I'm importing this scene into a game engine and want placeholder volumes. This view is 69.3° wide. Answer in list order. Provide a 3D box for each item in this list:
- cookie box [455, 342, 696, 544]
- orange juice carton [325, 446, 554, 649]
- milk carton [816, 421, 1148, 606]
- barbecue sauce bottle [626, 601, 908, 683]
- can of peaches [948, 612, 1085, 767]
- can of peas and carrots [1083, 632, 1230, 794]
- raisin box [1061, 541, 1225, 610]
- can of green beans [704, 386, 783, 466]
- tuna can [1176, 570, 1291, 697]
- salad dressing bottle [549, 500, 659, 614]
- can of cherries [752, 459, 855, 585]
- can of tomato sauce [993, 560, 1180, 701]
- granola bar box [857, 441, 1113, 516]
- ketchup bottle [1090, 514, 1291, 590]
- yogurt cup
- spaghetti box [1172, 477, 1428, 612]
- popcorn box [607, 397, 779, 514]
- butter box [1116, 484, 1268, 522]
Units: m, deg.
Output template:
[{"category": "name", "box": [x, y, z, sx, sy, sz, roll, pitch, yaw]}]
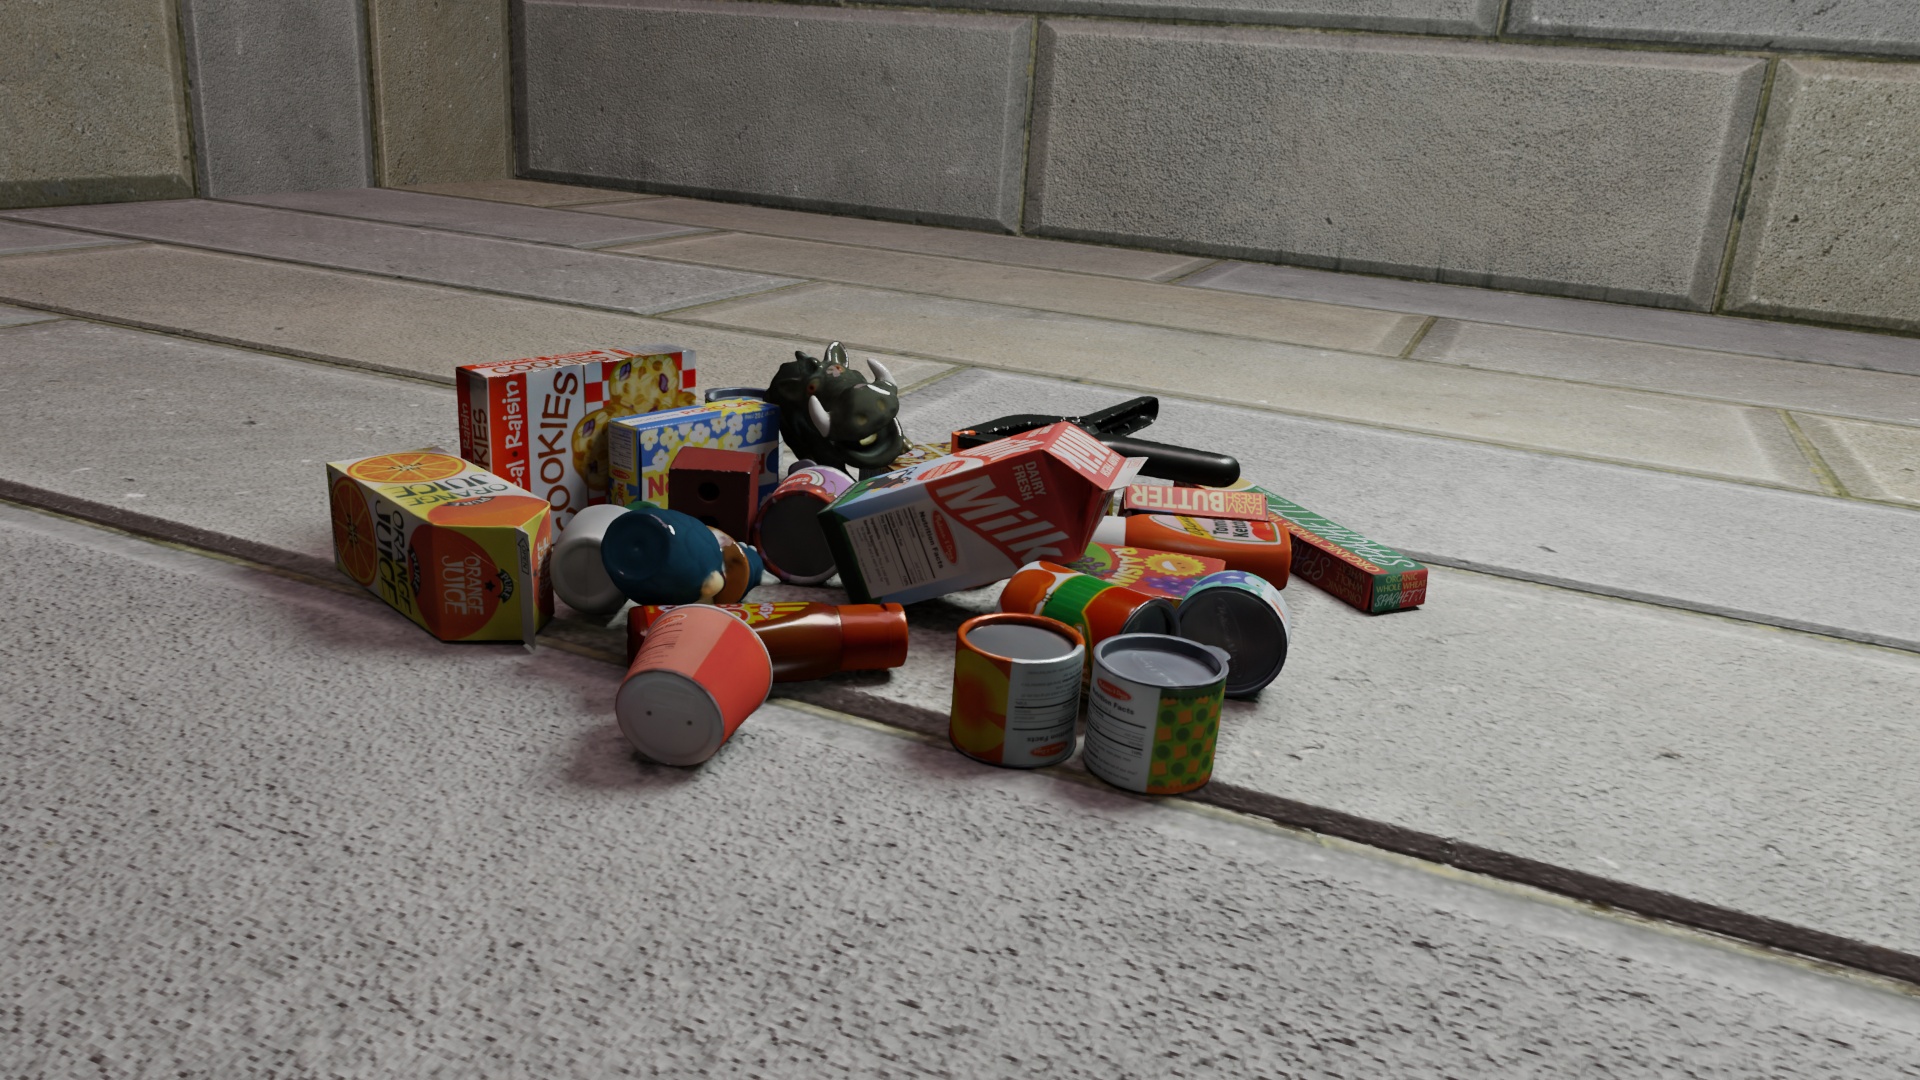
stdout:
[{"category": "cookie box", "box": [-0.261, -0.067, 0.962, 0.040, 0.122, 0.168, 18, 23, 38]}, {"category": "orange juice carton", "box": [-0.302, 0.003, 0.827, 0.073, 0.071, 0.193, -15, 26, -42]}, {"category": "milk carton", "box": [0.019, -0.018, 0.848, 0.190, 0.073, 0.072, -15, 13, 20]}, {"category": "barbecue sauce bottle", "box": [-0.104, 0.055, 0.757, 0.149, 0.043, 0.065, -1, 10, -17]}, {"category": "can of peaches", "box": [0.027, 0.074, 0.708, 0.071, 0.057, 0.071, 4, 19, -1]}, {"category": "can of peas and carrots", "box": [0.098, 0.085, 0.690, 0.071, 0.058, 0.071, 4, 18, -1]}, {"category": "raisin box", "box": [0.100, 0.034, 0.870, 0.123, 0.040, 0.086, 7, 18, 13]}, {"category": "can of green beans", "box": [-0.180, -0.093, 1.157, 0.071, 0.057, 0.071, 4, 19, -1]}, {"category": "tuna can", "box": [0.151, 0.053, 0.787, 0.071, 0.070, 0.033, 10, 18, 16]}, {"category": "salad dressing bottle", "box": [-0.214, 0.004, 0.867, 0.044, 0.064, 0.148, 1, 11, -1]}, {"category": "can of cherries", "box": [-0.100, -0.013, 0.918, 0.071, 0.071, 0.058, 6, 19, 6]}, {"category": "can of tomato sauce", "box": [0.067, 0.053, 0.766, 0.083, 0.071, 0.071, 18, 23, 39]}, {"category": "granola bar box", "box": [0.019, -0.045, 1.088, 0.166, 0.039, 0.124, -6, 21, -26]}, {"category": "ketchup bottle", "box": [0.149, 0.006, 0.959, 0.149, 0.043, 0.065, 5, 17, 3]}, {"category": "yogurt cup", "box": [-0.131, 0.072, 0.674, 0.072, 0.072, 0.054, 7, 27, 9]}, {"category": "spaghetti box", "box": [0.244, -0.005, 1.032, 0.050, 0.028, 0.250, -5, 20, -23]}, {"category": "popcorn box", "box": [-0.189, -0.051, 0.990, 0.038, 0.085, 0.127, 17, 23, 39]}, {"category": "butter box", "box": [0.166, -0.014, 1.006, 0.103, 0.053, 0.024, 4, 58, 0]}]
